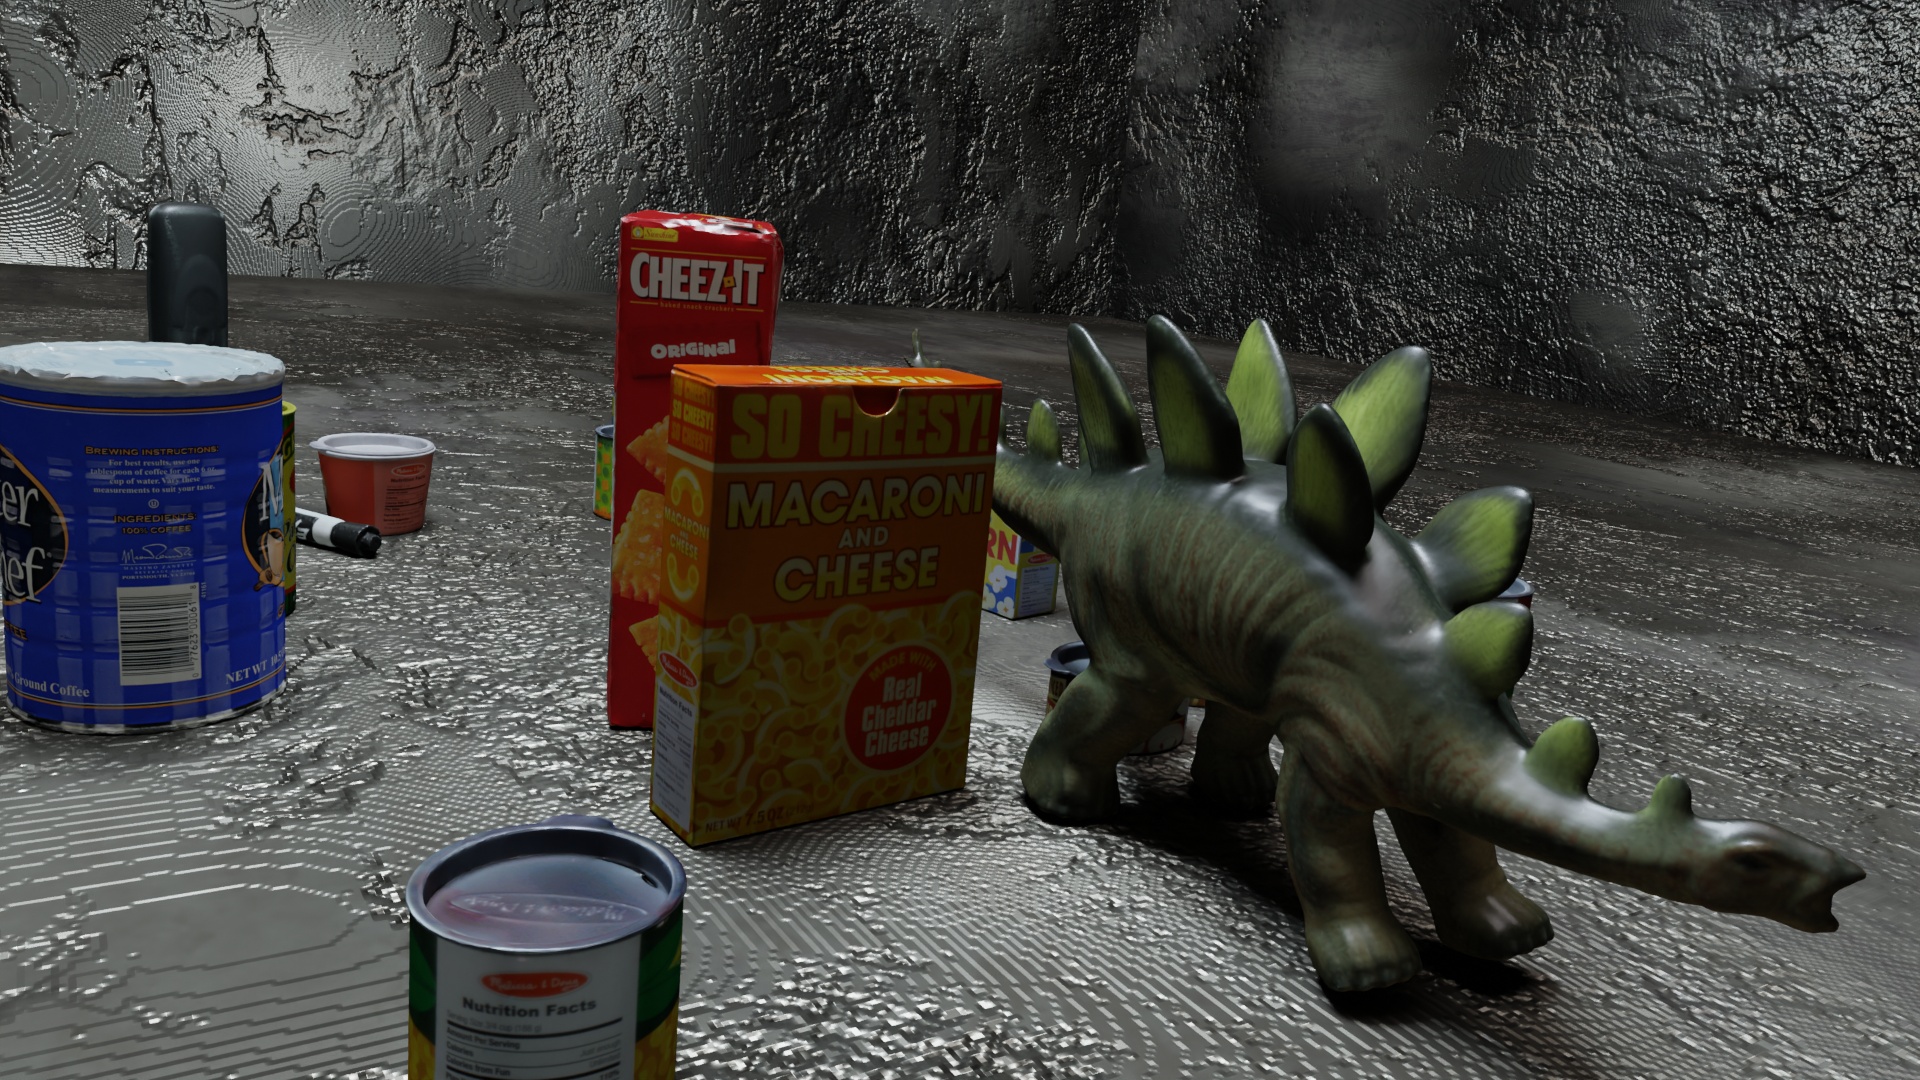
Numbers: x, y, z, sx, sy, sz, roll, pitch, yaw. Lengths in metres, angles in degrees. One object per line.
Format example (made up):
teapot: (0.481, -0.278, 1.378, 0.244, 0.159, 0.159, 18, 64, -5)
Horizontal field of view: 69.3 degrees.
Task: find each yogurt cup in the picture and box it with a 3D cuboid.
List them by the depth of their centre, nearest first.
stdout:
yogurt cup: (-0.363, -0.035, 0.862, 0.072, 0.053, 0.072, 5, 13, -1)

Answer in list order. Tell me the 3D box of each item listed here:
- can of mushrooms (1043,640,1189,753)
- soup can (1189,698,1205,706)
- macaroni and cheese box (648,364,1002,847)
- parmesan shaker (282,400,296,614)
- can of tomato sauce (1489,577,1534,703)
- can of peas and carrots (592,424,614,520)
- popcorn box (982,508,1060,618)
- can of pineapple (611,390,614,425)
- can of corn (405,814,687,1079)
can of mushrooms: (0.071, 0.071, 0.640, 0.071, 0.033, 0.071, 5, 13, -1)
soup can: (0.119, 0.035, 0.702, 0.071, 0.083, 0.071, 5, 13, -1)
macaroni and cheese box: (-0.048, 0.020, 0.520, 0.124, 0.166, 0.040, -5, 16, -37)
parmesan shaker: (-0.361, -0.016, 0.679, 0.071, 0.102, 0.071, 5, 13, -1)
can of tomato sauce: (0.230, 0.056, 0.661, 0.071, 0.083, 0.071, 5, 13, -1)
can of peas and carrots: (-0.217, -0.046, 0.958, 0.071, 0.058, 0.071, 5, 13, -1)
popcorn box: (0.003, -0.011, 0.841, 0.127, 0.085, 0.038, 18, 18, 42)
can of pineapple: (-0.253, -0.093, 1.139, 0.071, 0.057, 0.071, 5, 13, -1)
can of corn: (-0.104, 0.111, 0.351, 0.071, 0.058, 0.071, 5, 13, -1)
